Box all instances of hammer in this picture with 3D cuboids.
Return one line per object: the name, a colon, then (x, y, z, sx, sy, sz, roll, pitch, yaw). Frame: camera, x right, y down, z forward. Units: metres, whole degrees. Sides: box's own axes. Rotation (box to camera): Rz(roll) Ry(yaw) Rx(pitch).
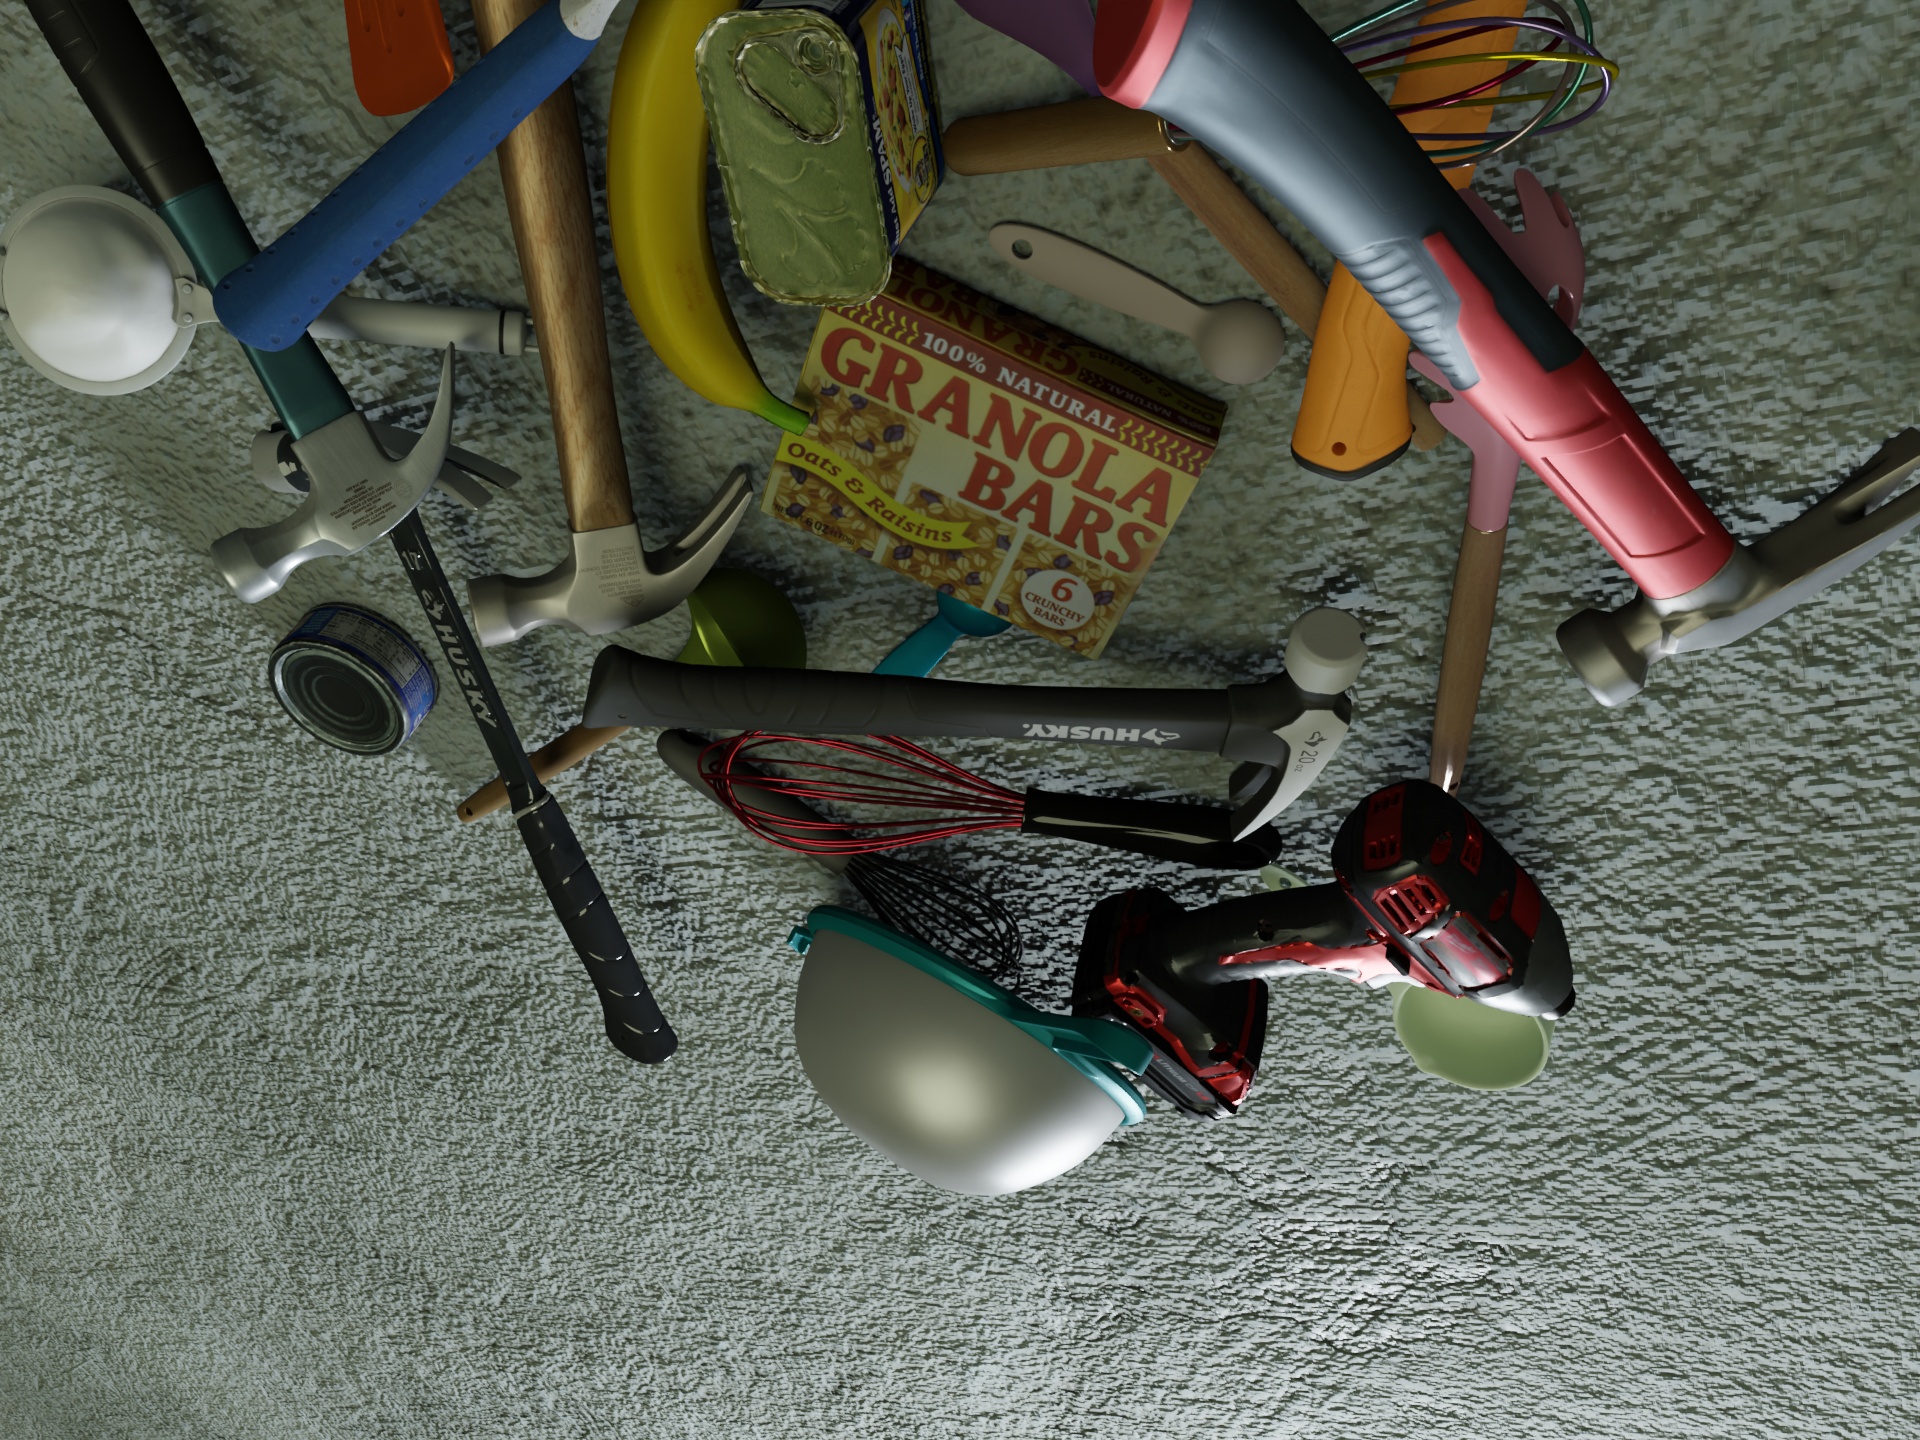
hammer: (0.154, -0.226, 0.499, 0.127, 0.034, 0.336, 14, 130, 6)
hammer: (-0.228, 0.030, 0.839, 0.149, 0.036, 0.408, 7, 129, 32)
hammer: (-0.001, -0.002, 0.706, 0.335, 0.035, 0.146, 3, 147, 0)
hammer: (-0.117, -0.231, 0.507, 0.405, 0.144, 0.035, -26, 119, 31)
hammer: (-0.159, -0.183, 0.641, 0.130, 0.031, 0.331, -12, 126, -15)
hammer: (0.180, -0.118, 0.478, 0.143, 0.038, 0.386, -36, 138, 26)
hammer: (-0.314, -0.220, 0.629, 0.128, 0.033, 0.330, -29, 106, -9)

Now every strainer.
strainer: (0.004, 0.184, 0.792, 0.211, 0.095, 0.340, 35, 164, -9)
strainer: (-0.301, -0.177, 0.679, 0.258, 0.050, 0.087, 3, 104, -11)

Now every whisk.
whisk: (0.013, 0.042, 0.797, 0.296, 0.073, 0.073, 8, 133, 4)
whisk: (0.086, -0.197, 0.510, 0.245, 0.047, 0.051, 11, 131, 41)
whisk: (-0.063, 0.076, 0.861, 0.239, 0.055, 0.055, 34, 133, -7)

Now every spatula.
spatula: (-0.260, -0.367, 0.531, 0.081, 0.041, 0.322, 11, 137, 47)
spatula: (0.074, -0.209, 0.568, 0.315, 0.018, 0.060, 42, 145, -18)

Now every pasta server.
pasta server: (0.198, -0.065, 0.617, 0.060, 0.040, 0.315, -20, 143, -4)

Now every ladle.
ladle: (-0.191, 0.005, 0.837, 0.320, 0.062, 0.078, -27, 98, 40)

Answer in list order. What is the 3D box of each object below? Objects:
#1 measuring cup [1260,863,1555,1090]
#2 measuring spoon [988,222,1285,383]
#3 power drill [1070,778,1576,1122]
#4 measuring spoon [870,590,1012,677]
measuring cup: (0.226, 0.118, 0.808, 0.167, 0.038, 0.083, 38, 135, 7)
measuring spoon: (0.066, -0.161, 0.615, 0.124, 0.018, 0.034, 23, 135, 0)
power drill: (0.172, 0.115, 0.755, 0.219, 0.079, 0.143, -28, 122, 39)
measuring spoon: (-0.017, -0.031, 0.761, 0.042, 0.021, 0.128, 36, 131, -14)
